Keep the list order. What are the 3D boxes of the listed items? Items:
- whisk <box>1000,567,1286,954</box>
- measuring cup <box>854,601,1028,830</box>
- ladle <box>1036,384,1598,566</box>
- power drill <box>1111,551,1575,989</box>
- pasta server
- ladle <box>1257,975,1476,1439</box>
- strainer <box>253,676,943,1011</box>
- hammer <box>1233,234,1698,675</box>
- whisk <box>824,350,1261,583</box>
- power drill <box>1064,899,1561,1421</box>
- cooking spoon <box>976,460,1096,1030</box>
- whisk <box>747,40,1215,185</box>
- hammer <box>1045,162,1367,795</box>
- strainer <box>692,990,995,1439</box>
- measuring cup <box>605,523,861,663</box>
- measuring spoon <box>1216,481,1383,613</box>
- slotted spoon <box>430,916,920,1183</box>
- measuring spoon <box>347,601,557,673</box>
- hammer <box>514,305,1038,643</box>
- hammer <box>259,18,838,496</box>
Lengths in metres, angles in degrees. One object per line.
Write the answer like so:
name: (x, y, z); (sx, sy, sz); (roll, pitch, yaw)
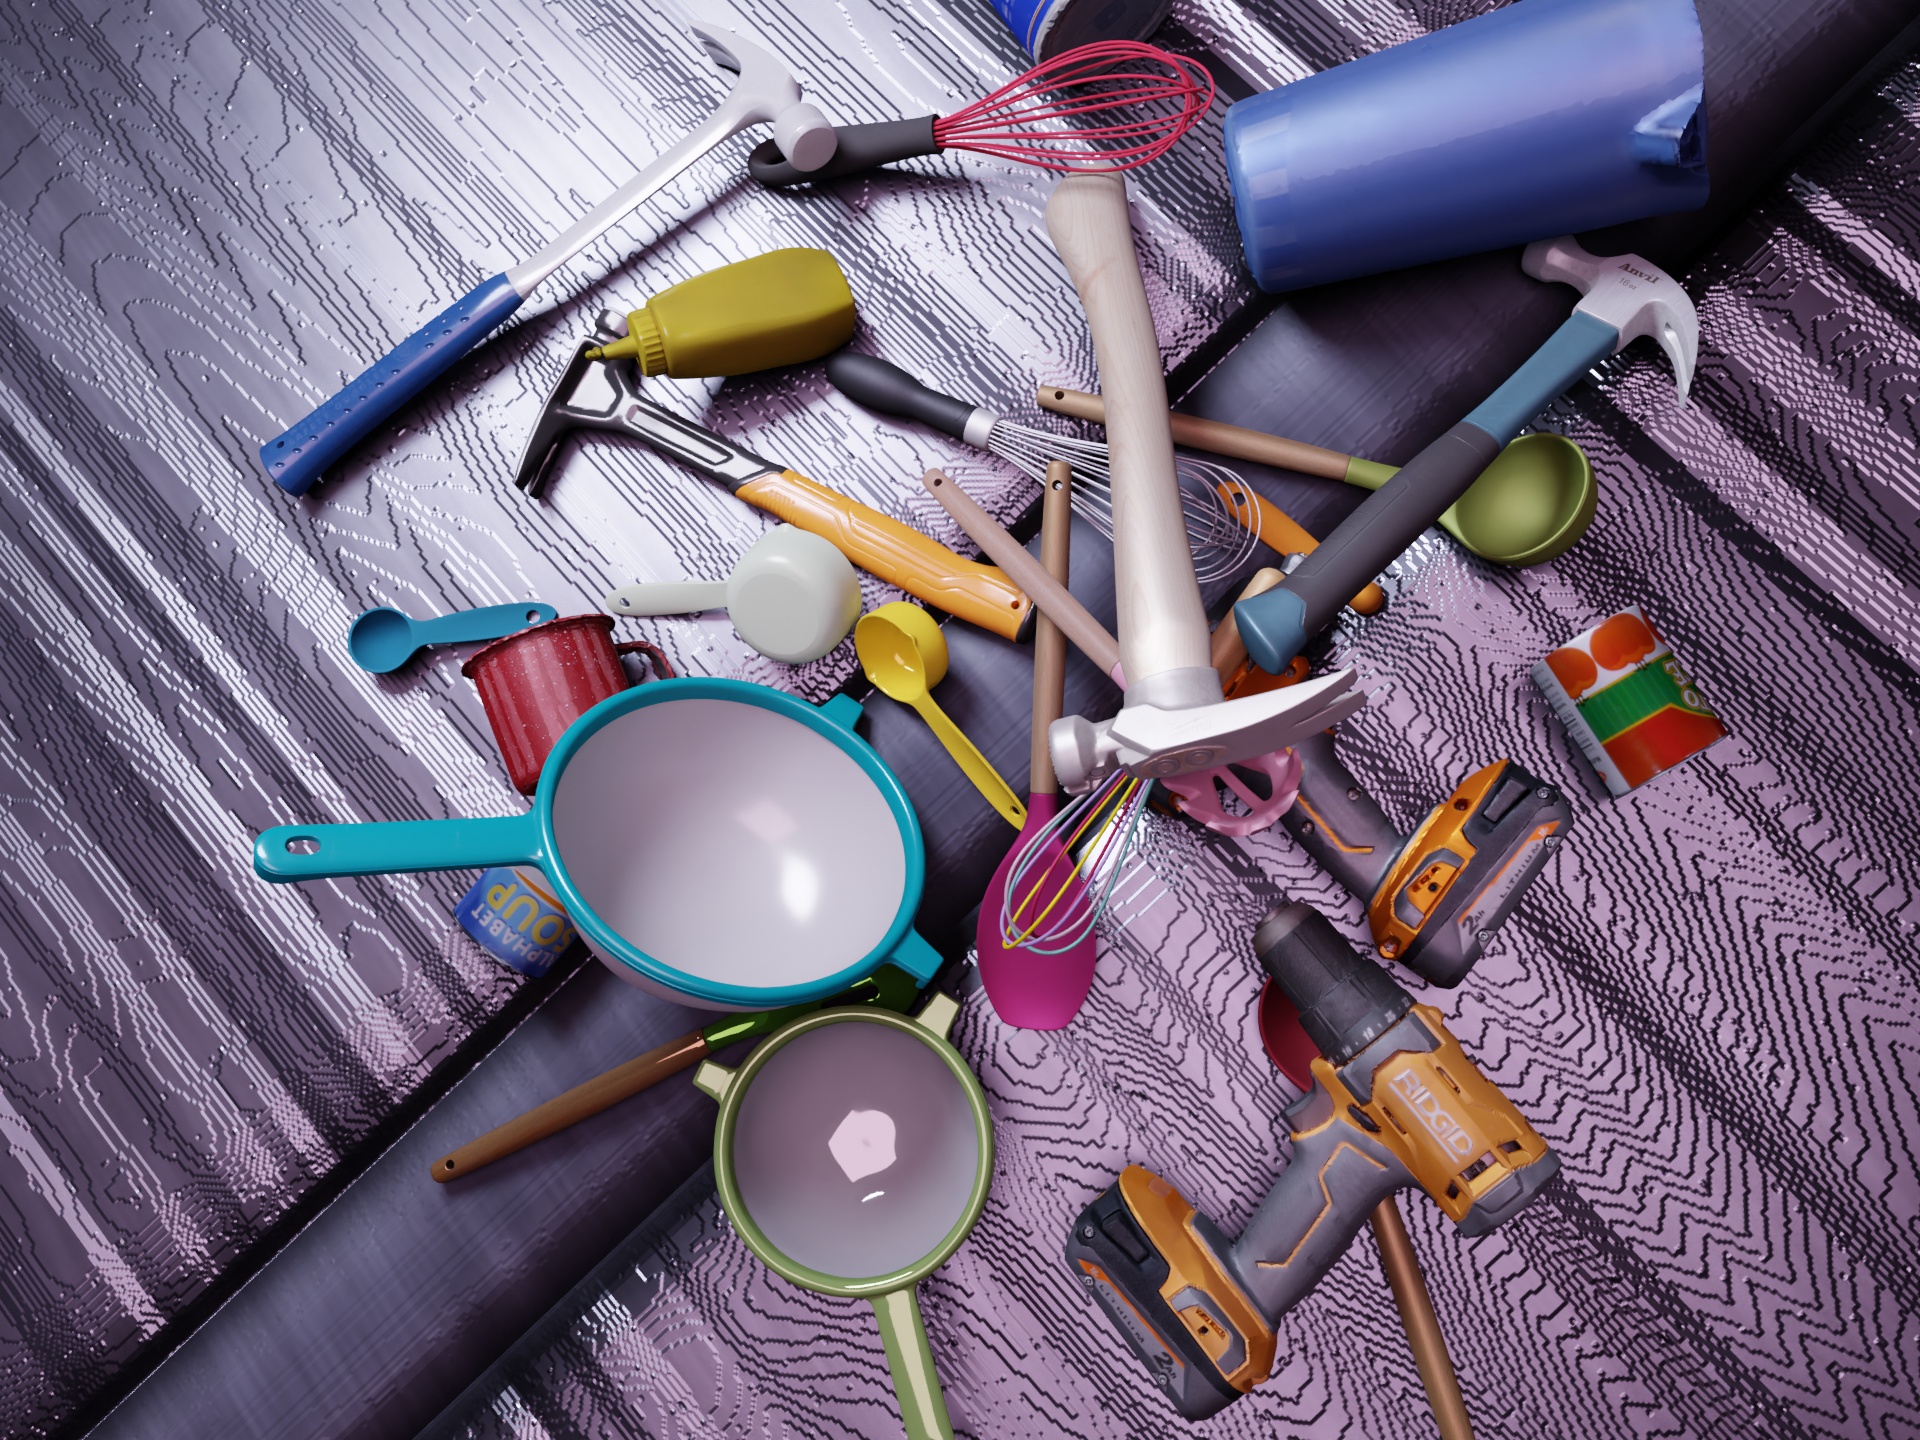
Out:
whisk: (0.098, 0.021, 0.828); (0.051, 0.047, 0.245); (35, 84, 22)
measuring cup: (-0.001, -0.003, 0.918); (0.029, 0.062, 0.156); (-39, 91, -35)
ladle: (0.194, -0.154, 0.902); (0.320, 0.062, 0.078); (16, 78, 13)
power drill: (0.208, 0.021, 0.860); (0.226, 0.084, 0.164); (35, 88, 16)
pasta server: (0.066, -0.047, 0.833); (0.060, 0.040, 0.317); (-41, 56, -1)
ladle: (0.230, 0.275, 0.843); (0.069, 0.031, 0.315); (-19, 81, 15)
strainer: (-0.189, 0.084, 0.843); (0.340, 0.095, 0.211); (-1, 51, -25)
hammer: (0.264, -0.141, 0.841); (0.331, 0.033, 0.128); (-41, 58, -15)
whisk: (0.042, -0.158, 0.927); (0.285, 0.070, 0.070); (27, 86, 16)
power drill: (0.159, 0.221, 0.817); (0.226, 0.084, 0.185); (-42, 76, 11)
cooking spoon: (0.048, 0.015, 0.891); (0.069, 0.017, 0.319); (3, 93, 15)
whisk: (0.005, -0.351, 0.944); (0.296, 0.073, 0.073); (-1, 81, 22)
hammer: (0.103, -0.155, 0.843); (0.146, 0.038, 0.411); (-15, 56, 16)
strainer: (-0.039, 0.282, 0.860); (0.151, 0.069, 0.256); (-17, 80, 3)
measuring cup: (-0.141, -0.067, 0.933); (0.167, 0.038, 0.083); (-2, 118, 18)
measuring spoon: (0.194, -0.102, 0.914); (0.117, 0.011, 0.021); (40, 89, 12)
slotted spoon: (-0.167, 0.197, 0.914); (0.314, 0.031, 0.070); (-26, 71, 5)
measuring spoon: (-0.312, -0.054, 0.984); (0.128, 0.021, 0.042); (-9, 79, -2)
hammer: (-0.104, -0.126, 0.952); (0.337, 0.034, 0.127); (27, 85, 12)
hammer: (-0.270, -0.280, 0.990); (0.405, 0.035, 0.144); (-36, 61, 5)
